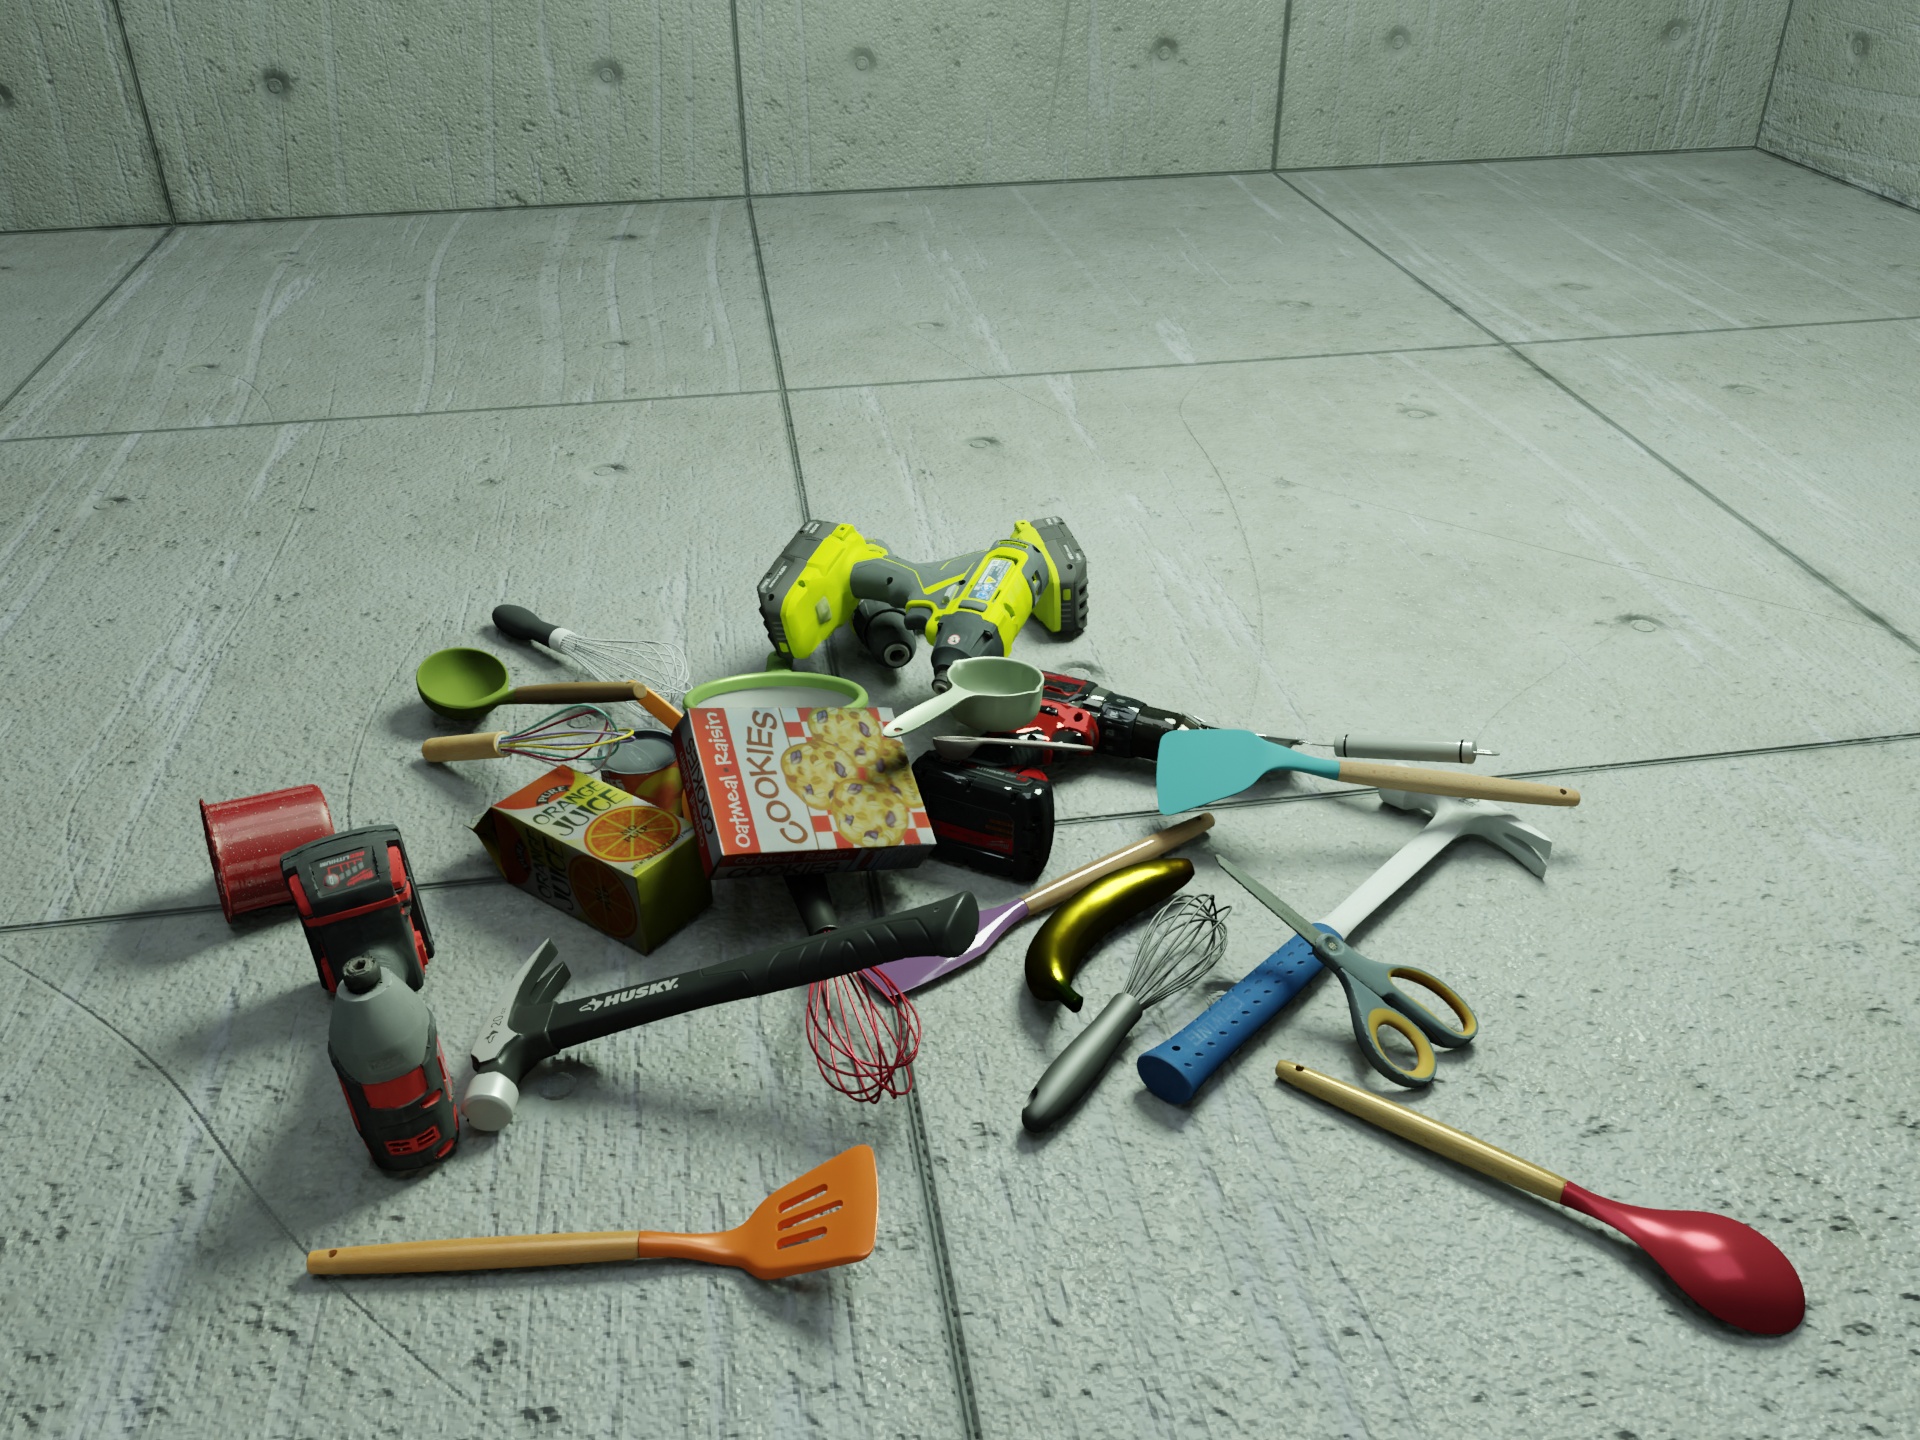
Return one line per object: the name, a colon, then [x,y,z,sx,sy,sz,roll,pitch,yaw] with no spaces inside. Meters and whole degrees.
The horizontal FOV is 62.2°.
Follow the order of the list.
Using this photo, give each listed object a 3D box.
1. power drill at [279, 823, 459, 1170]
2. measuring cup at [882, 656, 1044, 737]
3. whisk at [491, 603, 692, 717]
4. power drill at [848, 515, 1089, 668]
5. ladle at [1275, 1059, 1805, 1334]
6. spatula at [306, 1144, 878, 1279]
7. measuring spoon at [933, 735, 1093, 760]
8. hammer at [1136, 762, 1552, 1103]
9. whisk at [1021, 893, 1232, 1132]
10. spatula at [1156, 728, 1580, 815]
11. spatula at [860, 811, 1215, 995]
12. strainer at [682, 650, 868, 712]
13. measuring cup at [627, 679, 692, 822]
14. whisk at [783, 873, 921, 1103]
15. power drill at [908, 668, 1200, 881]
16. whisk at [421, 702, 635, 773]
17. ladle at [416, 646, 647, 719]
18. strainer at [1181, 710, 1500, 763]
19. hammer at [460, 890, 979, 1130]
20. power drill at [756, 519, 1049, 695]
power drill: [-0.371,0.164,1.006,0.078,0.143,0.220,-16,33,-19]
measuring cup: [-0.002,-0.004,1.215,0.083,0.038,0.167,21,33,34]
whisk: [-0.342,-0.064,1.452,0.285,0.070,0.070,21,38,38]
power drill: [0.002,-0.120,1.512,0.228,0.080,0.191,-9,33,-9]
ladle: [0.331,0.267,0.939,0.316,0.031,0.069,20,38,31]
spatula: [-0.206,0.290,0.897,0.322,0.041,0.081,-3,33,-2]
measuring spoon: [0.040,0.024,1.196,0.124,0.018,0.034,3,4,-12]
hammer: [0.269,0.147,1.119,0.144,0.035,0.405,26,41,35]
whisk: [0.112,0.189,1.048,0.055,0.055,0.239,21,42,30]
spatula: [0.311,0.047,1.217,0.317,0.044,0.082,7,50,1]
spatula: [0.065,0.127,1.171,0.316,0.018,0.060,-21,35,-28]
strainer: [-0.156,-0.004,1.356,0.151,0.069,0.256,-1,15,-5]
measuring cup: [-0.200,0.039,1.206,0.173,0.095,0.052,41,43,-1]
whisk: [-0.086,0.161,1.085,0.073,0.073,0.296,-9,28,-13]
power drill: [0.075,0.034,1.269,0.188,0.080,0.227,14,32,21]
whisk: [-0.352,0.018,1.266,0.245,0.051,0.047,-4,42,36]
ladle: [-0.350,-0.032,1.299,0.078,0.062,0.320,-29,19,-39]
strainer: [0.298,0.022,1.275,0.258,0.050,0.086,3,0,29]
hammer: [-0.149,0.163,1.013,0.335,0.035,0.146,-16,30,9]
power drill: [-0.055,-0.098,1.377,0.223,0.080,0.171,11,48,24]
